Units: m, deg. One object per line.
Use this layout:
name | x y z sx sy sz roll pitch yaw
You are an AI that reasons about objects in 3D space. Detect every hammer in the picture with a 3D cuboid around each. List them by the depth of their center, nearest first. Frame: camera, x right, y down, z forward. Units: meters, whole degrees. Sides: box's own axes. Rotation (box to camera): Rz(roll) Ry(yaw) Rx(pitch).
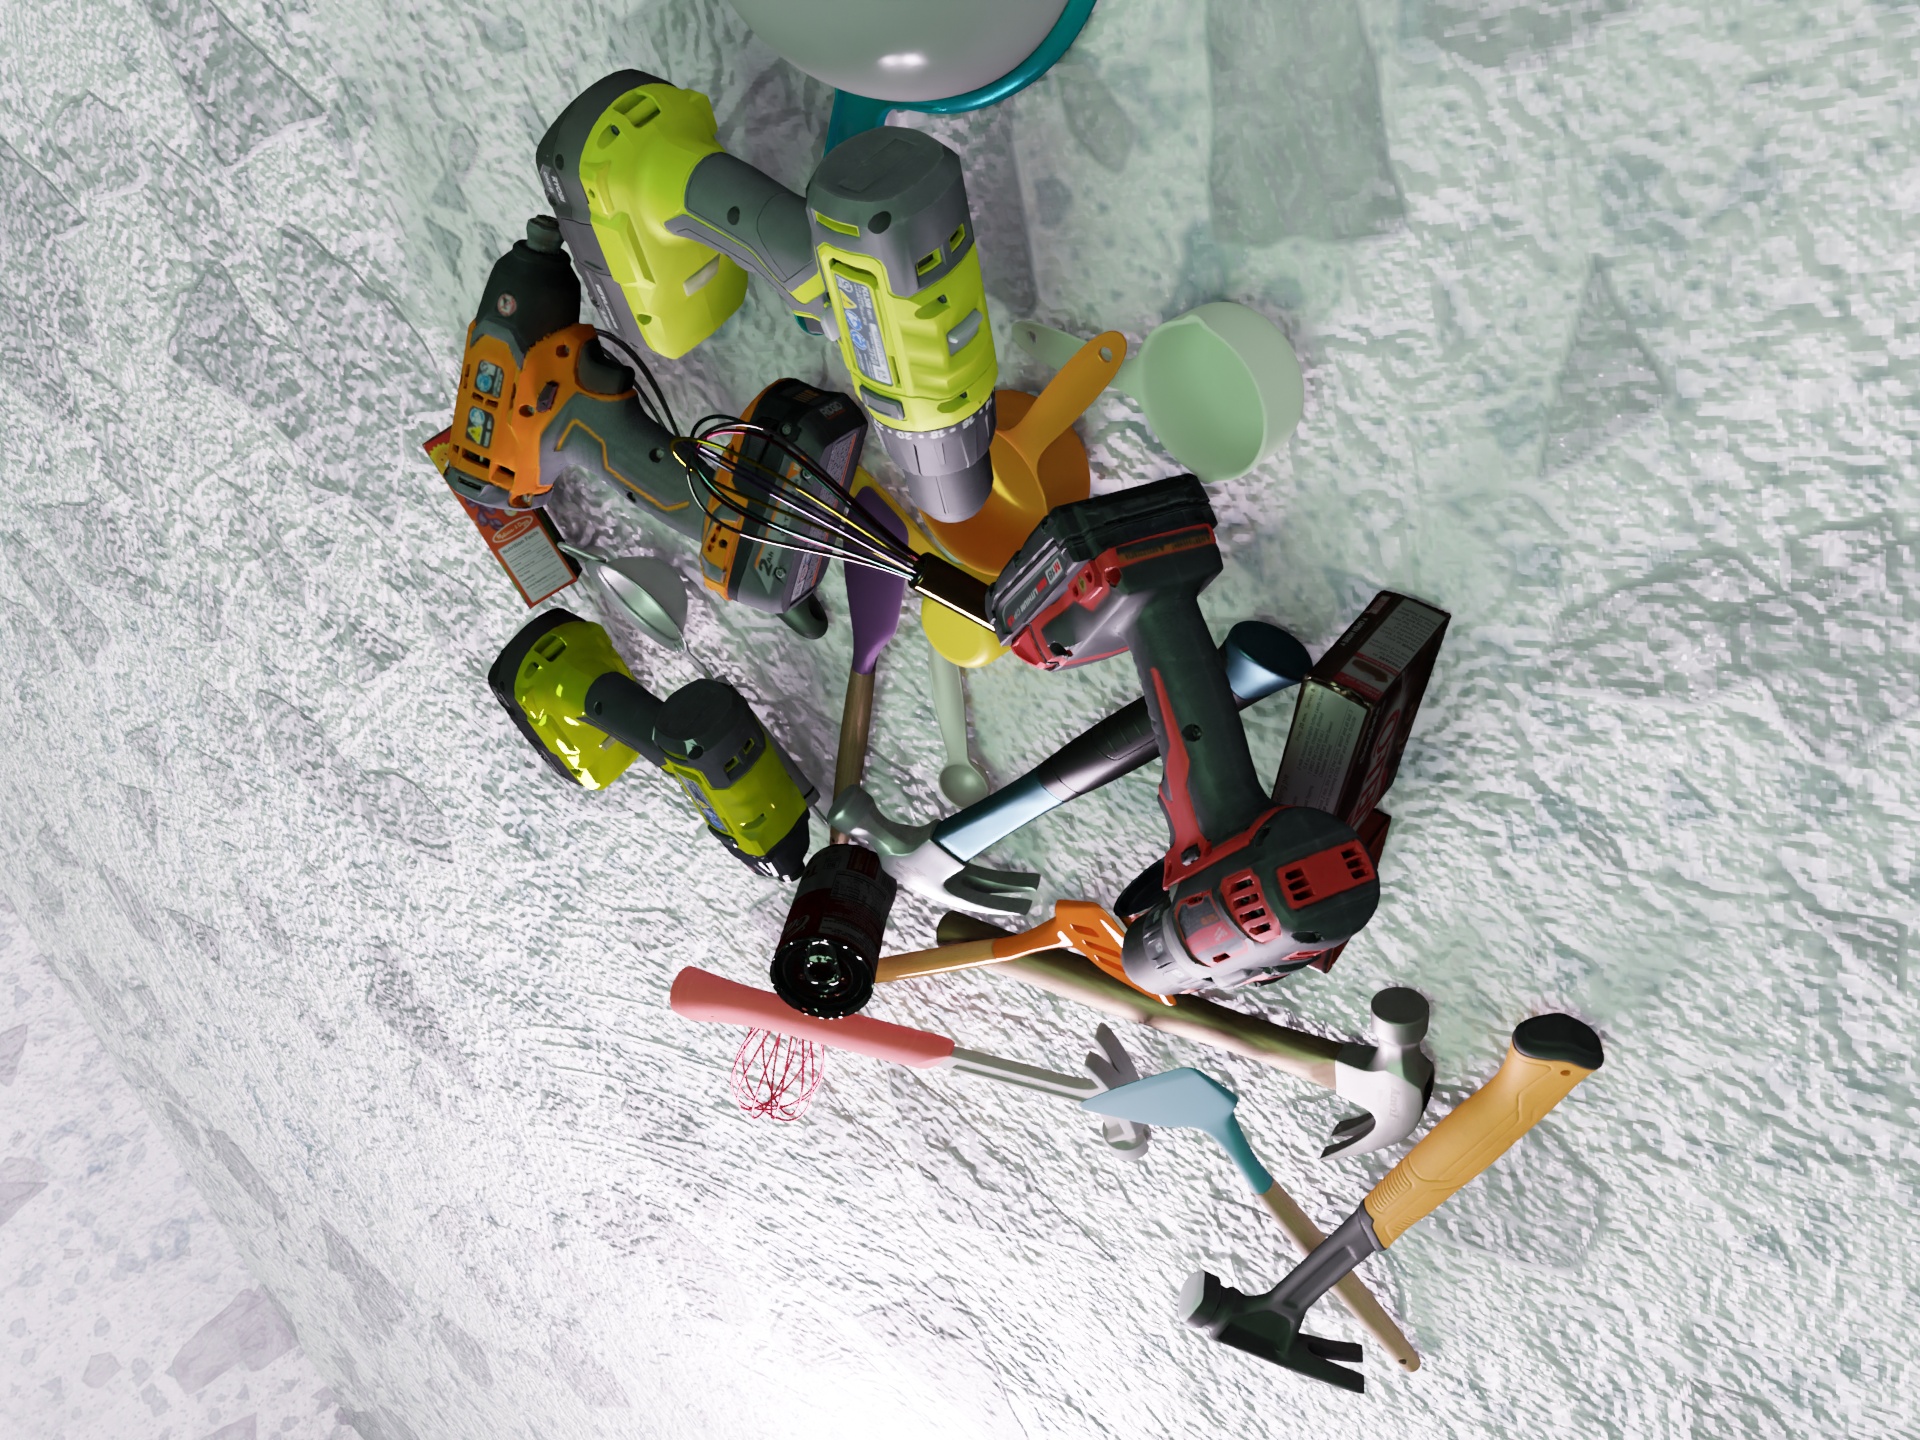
hammer | 0.061 0.029 0.894 0.128 0.033 0.331 39 137 -17
hammer | 0.256 0.278 0.905 0.127 0.034 0.336 24 128 -6
hammer | 0.126 0.178 0.976 0.331 0.031 0.130 14 129 33
hammer | -0.048 0.216 1.085 0.359 0.037 0.149 9 146 26

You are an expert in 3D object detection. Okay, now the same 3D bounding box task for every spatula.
spatula | 0.197 0.311 0.978 0.082 0.044 0.317 -28 112 31
spatula | -0.063 -0.017 0.979 0.060 0.018 0.315 48 147 28
spatula | 0.004 0.154 1.008 0.322 0.041 0.081 -18 116 46

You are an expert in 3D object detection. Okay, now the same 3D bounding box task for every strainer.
strainer | -0.059 -0.307 0.703 0.211 0.095 0.340 33 136 15
strainer | -0.165 -0.029 1.055 0.258 0.050 0.087 53 159 -16

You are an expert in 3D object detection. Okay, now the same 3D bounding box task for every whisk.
whisk | -0.041 -0.089 0.828 0.244 0.051 0.047 27 135 -24
whisk | -0.161 -0.142 0.962 0.239 0.055 0.055 49 139 -9
whisk | -0.124 0.209 1.196 0.073 0.073 0.295 32 131 17

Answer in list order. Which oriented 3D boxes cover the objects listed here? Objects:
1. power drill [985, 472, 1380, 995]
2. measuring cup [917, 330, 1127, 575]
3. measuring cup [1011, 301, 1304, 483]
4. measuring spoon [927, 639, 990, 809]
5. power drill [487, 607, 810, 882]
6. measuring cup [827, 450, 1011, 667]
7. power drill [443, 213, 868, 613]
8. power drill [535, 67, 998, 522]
power drill | 0.093 0.020 0.751 0.227 0.080 0.188 68 156 12
measuring cup | 0.043 -0.141 0.775 0.095 0.052 0.173 49 140 2
measuring cup | 0.090 -0.167 0.740 0.168 0.038 0.083 32 145 42
measuring spoon | -0.002 -0.003 0.959 0.034 0.018 0.124 4 117 27
power drill | -0.199 0.021 1.056 0.223 0.080 0.171 24 152 35
measuring cup | -0.030 -0.092 0.897 0.156 0.029 0.062 46 139 2
power drill | -0.172 -0.169 0.878 0.226 0.084 0.164 23 117 9
power drill | -0.078 -0.197 0.740 0.229 0.080 0.190 30 153 29
